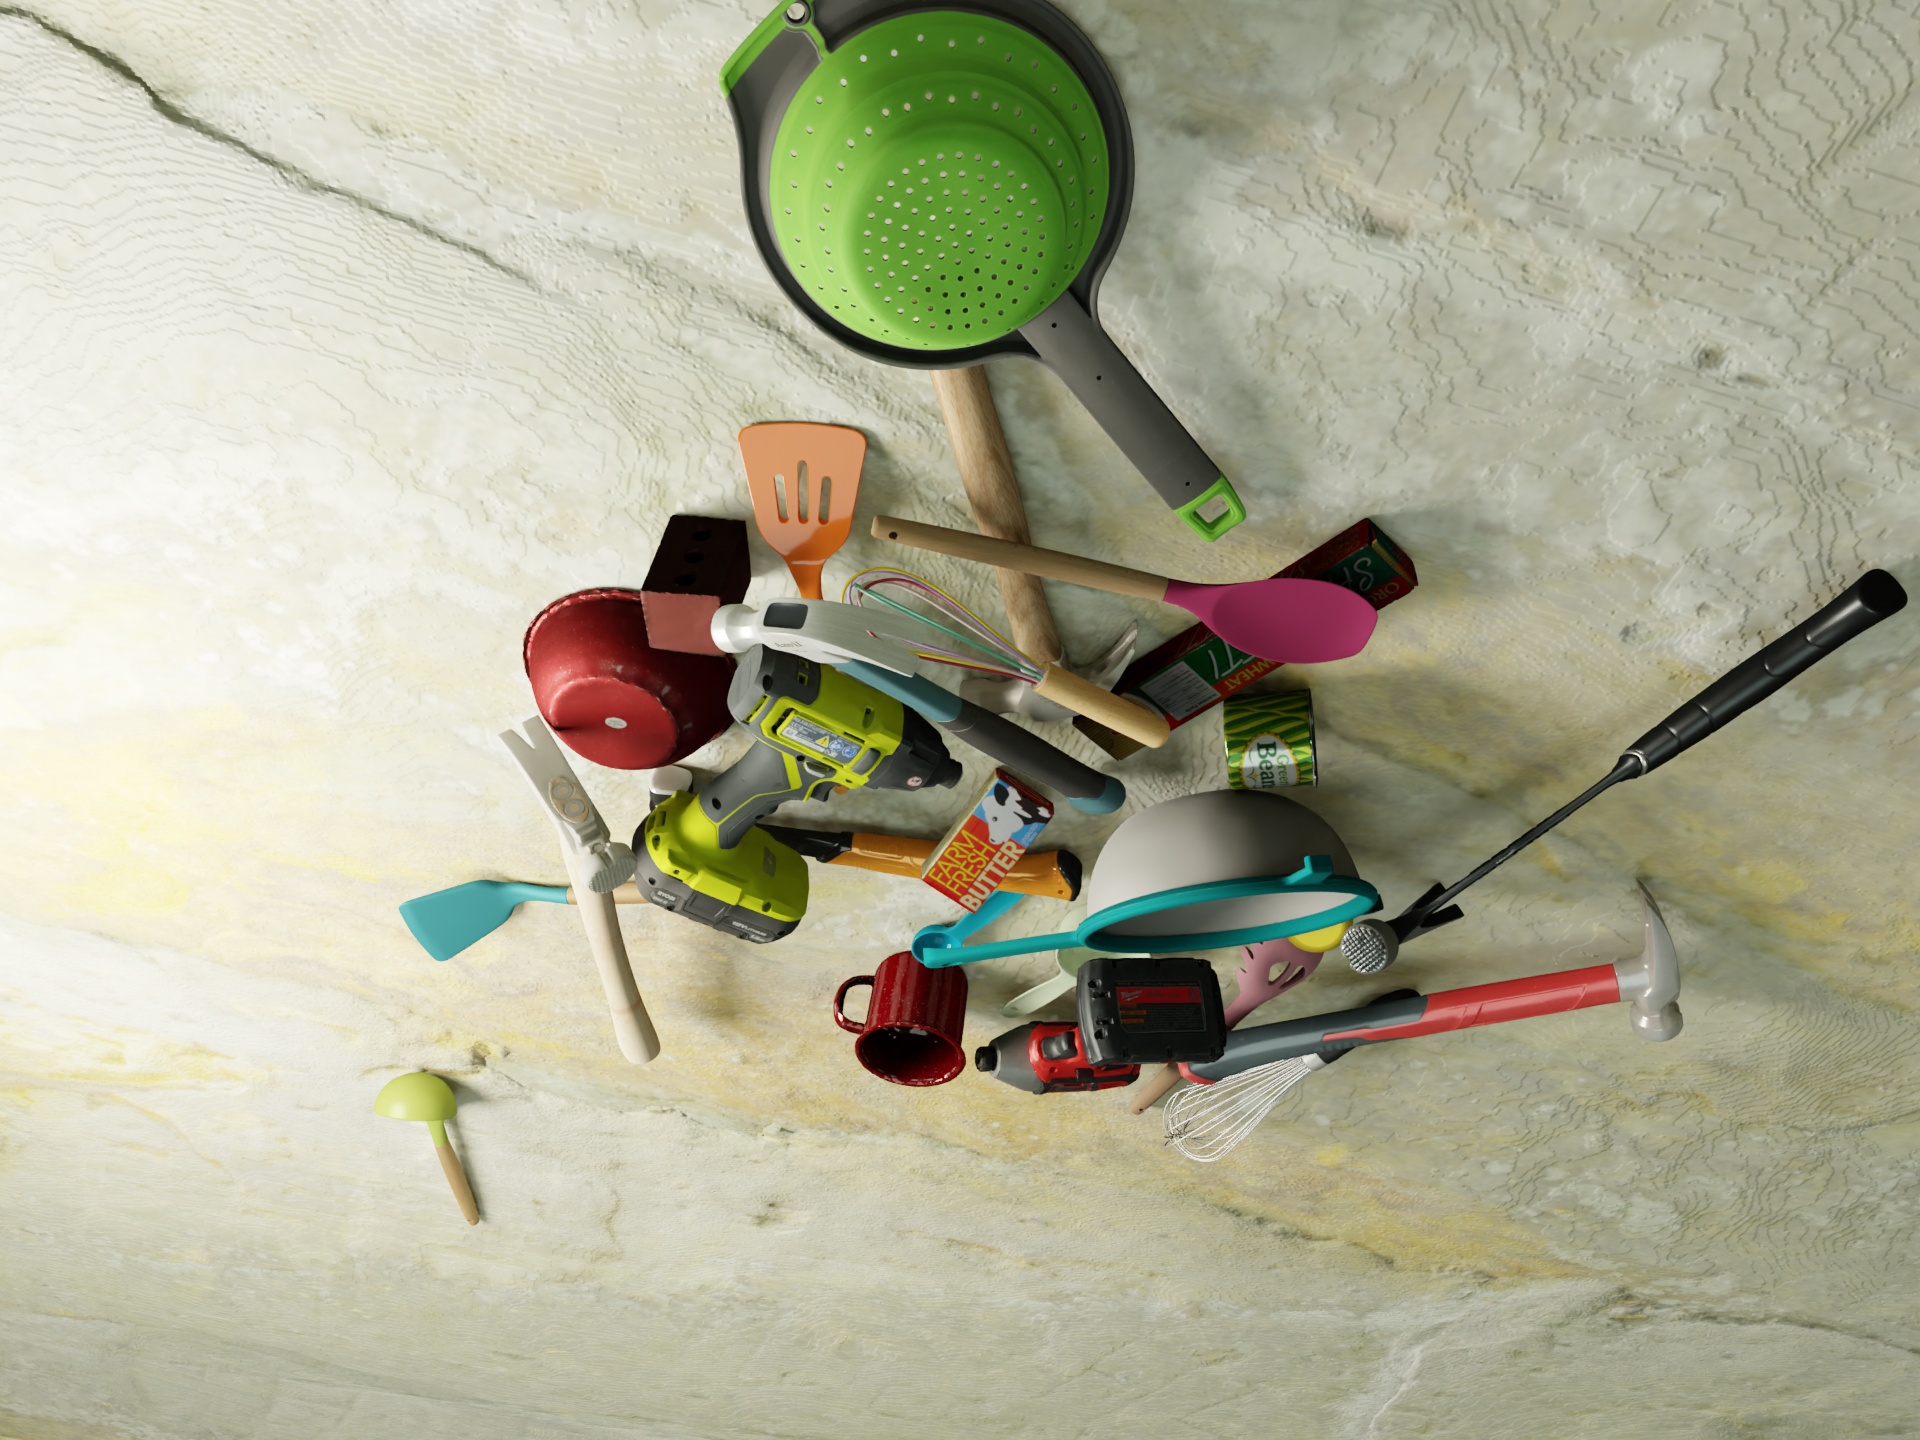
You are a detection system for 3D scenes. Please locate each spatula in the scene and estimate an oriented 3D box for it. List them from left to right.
[{"bbox_3d":[-0.300,0.153,1.313,0.317,0.044,0.082,-4,135,12],"label":"spatula"},{"bbox_3d":[-0.094,-0.061,1.084,0.081,0.041,0.322,3,139,5],"label":"spatula"}]

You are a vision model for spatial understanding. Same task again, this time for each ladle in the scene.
[{"bbox_3d":[-0.536,0.458,1.644,0.078,0.062,0.319,7,138,3],"label":"ladle"}]

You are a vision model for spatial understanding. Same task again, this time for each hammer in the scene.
[{"bbox_3d":[-0.283,0.160,1.247,0.038,0.146,0.410,-28,152,-21],"label":"hammer"},{"bbox_3d":[-0.074,0.108,1.238,0.337,0.034,0.127,7,134,2],"label":"hammer"},{"bbox_3d":[-0.002,-0.003,1.041,0.128,0.033,0.330,0,160,43],"label":"hammer"},{"bbox_3d":[0.028,-0.125,0.994,0.130,0.031,0.331,-6,133,15],"label":"hammer"},{"bbox_3d":[0.356,0.221,1.246,0.386,0.038,0.143,-13,122,14],"label":"hammer"},{"bbox_3d":[0.434,0.040,1.056,0.409,0.036,0.149,-44,160,30],"label":"hammer"}]

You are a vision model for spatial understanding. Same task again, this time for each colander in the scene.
[{"bbox_3d":[0.043,-0.209,0.839,0.204,0.095,0.396,-35,124,19],"label":"colander"}]

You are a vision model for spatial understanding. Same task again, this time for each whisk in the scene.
[{"bbox_3d":[0.031,-0.035,1.029,0.244,0.047,0.051,25,173,-20],"label":"whisk"},{"bbox_3d":[0.280,0.301,1.363,0.070,0.070,0.284,34,124,-23],"label":"whisk"}]

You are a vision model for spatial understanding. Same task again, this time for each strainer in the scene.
[{"bbox_3d":[0.124,0.113,1.153,0.340,0.095,0.210,-12,161,22],"label":"strainer"}]

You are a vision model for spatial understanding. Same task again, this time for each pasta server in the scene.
[{"bbox_3d":[0.216,0.259,1.350,0.060,0.040,0.316,19,138,-10],"label":"pasta server"}]

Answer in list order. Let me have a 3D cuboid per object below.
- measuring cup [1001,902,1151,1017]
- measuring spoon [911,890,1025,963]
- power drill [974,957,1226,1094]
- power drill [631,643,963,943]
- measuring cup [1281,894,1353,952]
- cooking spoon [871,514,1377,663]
[{"bbox_3d":[0.088,0.198,1.301,0.083,0.038,0.167,32,133,-21],"label":"measuring cup"},{"bbox_3d":[0.011,0.157,1.291,0.042,0.021,0.128,37,119,-24],"label":"measuring spoon"},{"bbox_3d":[0.107,0.254,1.276,0.143,0.079,0.219,3,157,-20],"label":"power drill"},{"bbox_3d":[-0.119,0.057,1.127,0.171,0.080,0.223,26,126,-24],"label":"power drill"},{"bbox_3d":[0.223,0.142,1.219,0.156,0.029,0.062,8,110,7],"label":"measuring cup"},{"bbox_3d":[0.102,-0.087,0.984,0.319,0.017,0.068,12,134,-5],"label":"cooking spoon"}]
